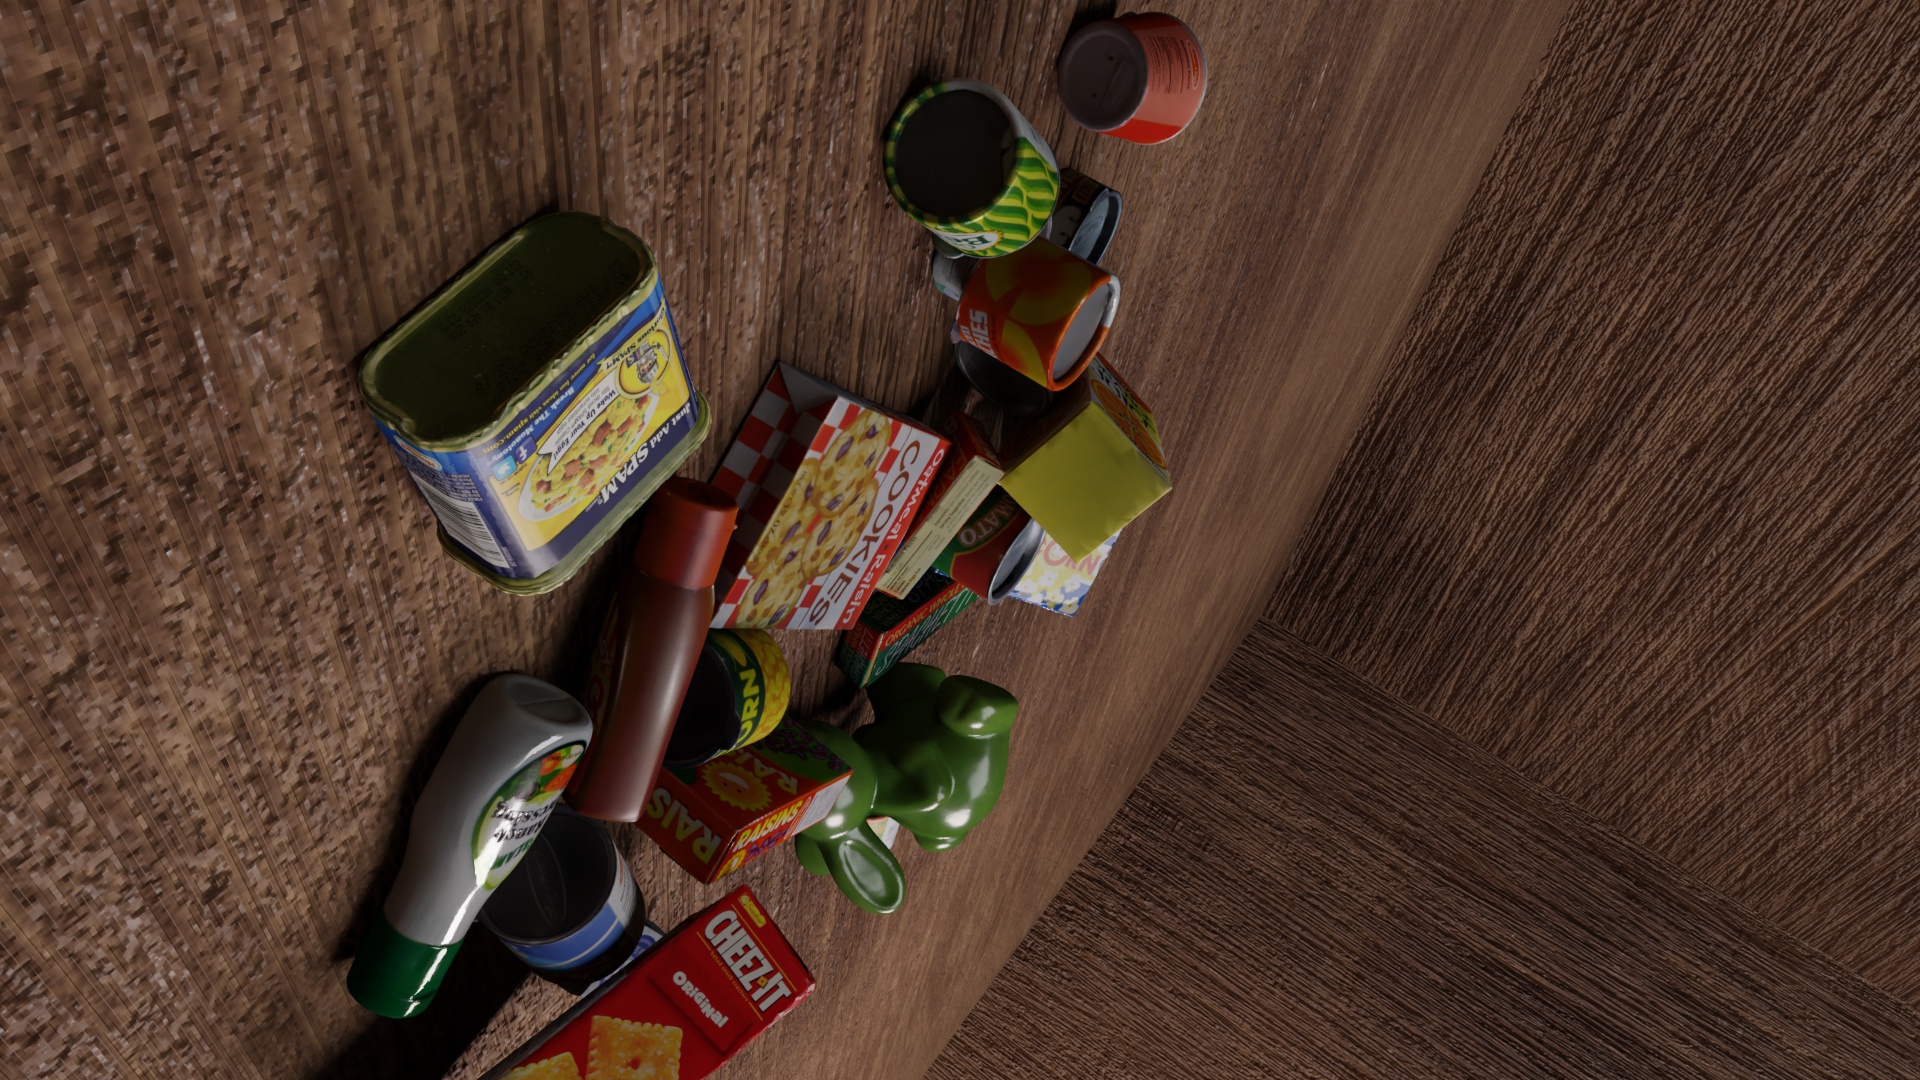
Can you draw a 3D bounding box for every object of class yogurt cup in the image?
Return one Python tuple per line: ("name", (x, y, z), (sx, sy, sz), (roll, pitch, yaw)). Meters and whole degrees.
("yogurt cup", (0.087, -0.241, 0.724), (0.054, 0.072, 0.072), (-21, 141, -51))

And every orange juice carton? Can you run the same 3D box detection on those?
("orange juice carton", (0.074, -0.067, 0.865), (0.073, 0.071, 0.193), (-40, -165, 17))

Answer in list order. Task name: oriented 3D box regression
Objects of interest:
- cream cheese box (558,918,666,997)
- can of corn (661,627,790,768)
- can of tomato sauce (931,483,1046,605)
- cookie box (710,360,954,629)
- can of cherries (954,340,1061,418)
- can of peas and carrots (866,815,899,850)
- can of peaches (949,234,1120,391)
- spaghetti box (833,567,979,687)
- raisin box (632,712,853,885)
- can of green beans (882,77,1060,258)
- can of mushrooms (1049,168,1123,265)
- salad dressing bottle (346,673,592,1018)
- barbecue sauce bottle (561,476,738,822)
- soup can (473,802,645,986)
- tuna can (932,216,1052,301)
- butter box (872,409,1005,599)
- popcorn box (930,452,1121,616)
("cream cheese box", (-0.207, 0.247, 0.826), (0.053, 0.024, 0.103), (-51, 162, -17))
("can of corn", (-0.122, 0.074, 0.676), (0.071, 0.071, 0.058), (-62, 163, 13))
("can of tomato sauce", (0.003, -0.011, 0.858), (0.071, 0.083, 0.071), (-50, 162, -24))
("cookie box", (-0.073, -0.016, 0.710), (0.123, 0.040, 0.167), (-60, 162, 6))
("can of cherries", (0.039, -0.116, 0.805), (0.058, 0.071, 0.071), (-50, 162, -23))
("can of peas and carrots", (-0.078, 0.198, 1.036), (0.071, 0.071, 0.058), (-41, 156, -43))
("can of peaches", (0.038, -0.115, 0.698), (0.071, 0.058, 0.071), (-50, 161, -24))
("spaghetti box", (-0.006, 0.028, 0.998), (0.251, 0.029, 0.050), (-35, 152, -52))
("raisin box", (-0.124, 0.125, 0.734), (0.040, 0.086, 0.123), (-58, 164, 16))
("can of green beans", (0.005, -0.165, 0.621), (0.071, 0.071, 0.058), (-60, 163, 8))
("can of mushrooms", (0.064, -0.183, 0.813), (0.071, 0.033, 0.070), (-50, 162, -23))
("salad dressing bottle", (-0.207, 0.128, 0.580), (0.147, 0.044, 0.064), (-60, 164, 8))
("barbecue sauce bottle", (-0.137, 0.046, 0.612), (0.044, 0.065, 0.148), (15, 106, -26))
("soup can", (-0.193, 0.172, 0.664), (0.071, 0.071, 0.083), (-50, 162, -26))
("tuna can", (0.018, -0.154, 0.733), (0.071, 0.033, 0.070), (-50, 162, -23))
("butter box", (-0.018, -0.020, 0.801), (0.024, 0.053, 0.103), (26, 113, -30))
("popcorn box", (0.043, -0.006, 0.946), (0.127, 0.038, 0.085), (19, 106, -34))
